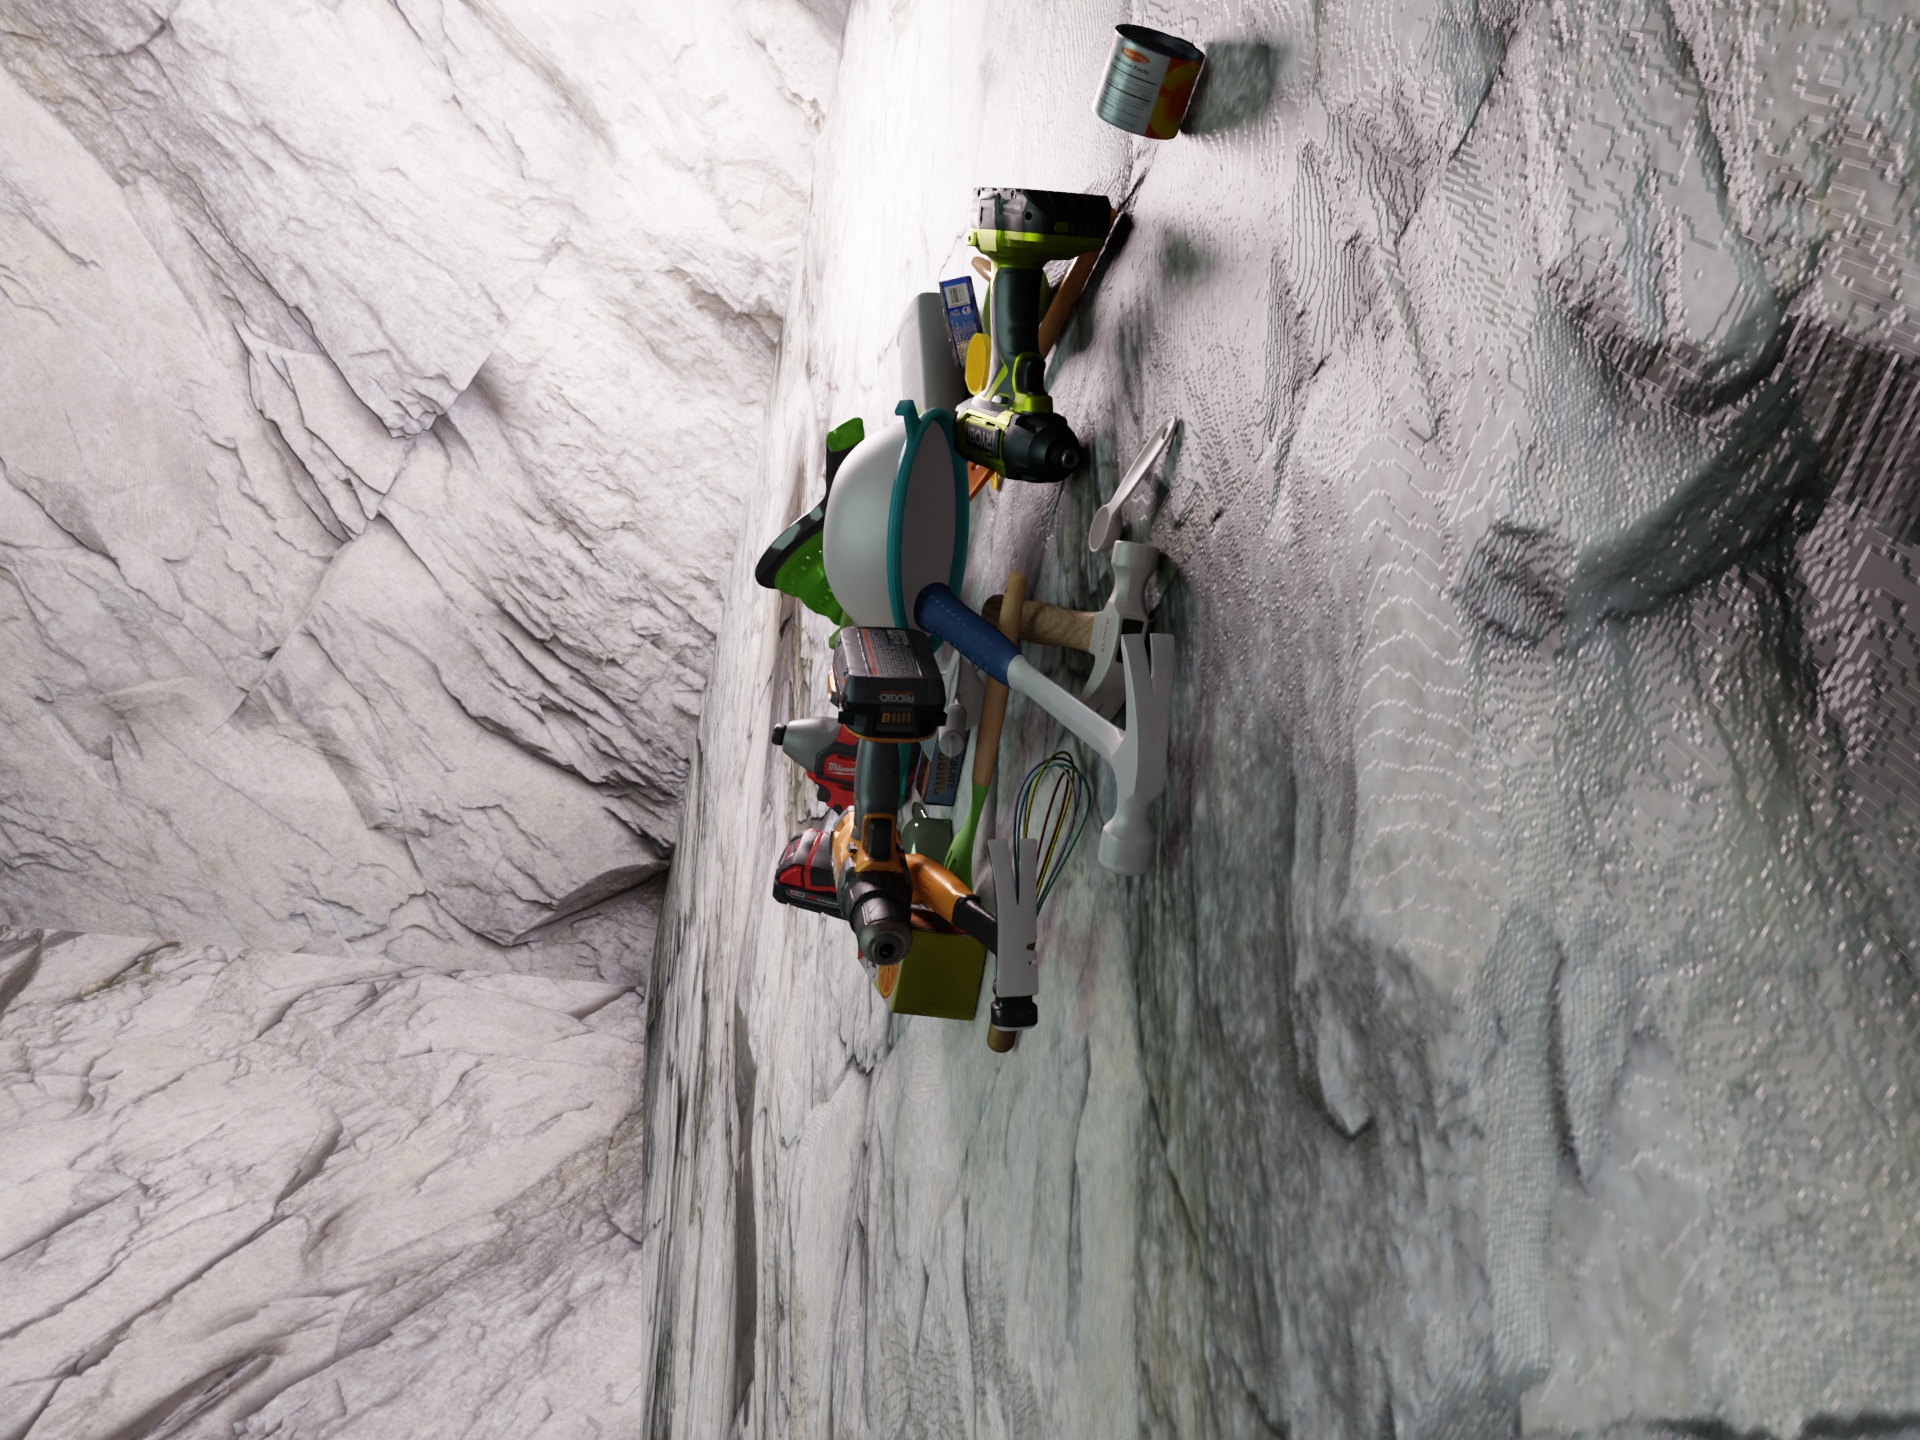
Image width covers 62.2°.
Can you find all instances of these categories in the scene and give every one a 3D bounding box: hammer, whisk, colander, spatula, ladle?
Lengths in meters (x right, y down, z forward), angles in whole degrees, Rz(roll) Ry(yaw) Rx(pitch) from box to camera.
[{"bbox_3d":[0.070,-0.070,1.205,0.331,0.031,0.130,-157,76,-75],"label":"hammer"},{"bbox_3d":[0.046,-0.036,1.114,0.406,0.035,0.144,-137,51,-63],"label":"hammer"},{"bbox_3d":[0.053,0.135,1.157,0.047,0.051,0.245,-63,-15,-68],"label":"whisk"},{"bbox_3d":[-0.103,-0.188,1.629,0.094,0.204,0.397,59,168,11],"label":"colander"},{"bbox_3d":[-0.002,0.132,1.202,0.337,0.034,0.127,-167,75,-76],"label":"hammer"},{"bbox_3d":[0.057,-0.312,1.364,0.322,0.041,0.081,122,137,-52],"label":"spatula"},{"bbox_3d":[0.029,-0.416,1.499,0.320,0.062,0.078,-111,33,-66],"label":"ladle"}]

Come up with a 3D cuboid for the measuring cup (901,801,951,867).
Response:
[{"bbox_3d":[-0.045,0.111,1.506,0.168,0.038,0.083,-121,42,-67],"label":"measuring cup"}]

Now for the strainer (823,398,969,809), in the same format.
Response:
[{"bbox_3d":[-0.071,-0.098,1.356,0.211,0.095,0.340,6,-89,-75],"label":"strainer"}]

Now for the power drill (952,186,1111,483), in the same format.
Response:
[{"bbox_3d":[0.057,-0.304,1.265,0.171,0.080,0.223,-143,54,-60],"label":"power drill"}]

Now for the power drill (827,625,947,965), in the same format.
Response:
[{"bbox_3d":[-0.061,0.061,1.228,0.185,0.084,0.226,-110,24,-64],"label":"power drill"}]

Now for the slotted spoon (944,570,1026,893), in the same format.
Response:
[{"bbox_3d":[0.020,0.025,1.270,0.070,0.031,0.313,-104,21,-60],"label":"slotted spoon"}]

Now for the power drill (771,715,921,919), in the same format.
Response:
[{"bbox_3d":[-0.123,0.090,1.573,0.079,0.143,0.219,-71,-6,-51],"label":"power drill"}]

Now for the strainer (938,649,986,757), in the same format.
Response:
[{"bbox_3d":[-0.002,-0.004,1.327,0.258,0.050,0.087,-82,4,-77],"label":"strainer"}]

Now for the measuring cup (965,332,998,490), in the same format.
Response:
[{"bbox_3d":[0.033,-0.289,1.490,0.062,0.029,0.157,138,126,-67],"label":"measuring cup"}]

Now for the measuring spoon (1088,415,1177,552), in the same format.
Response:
[{"bbox_3d":[0.124,-0.162,1.104,0.124,0.018,0.034,123,154,-43],"label":"measuring spoon"}]

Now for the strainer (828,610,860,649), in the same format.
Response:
[{"bbox_3d":[-0.021,-0.094,1.510,0.151,0.069,0.257,-58,34,0],"label":"strainer"}]
